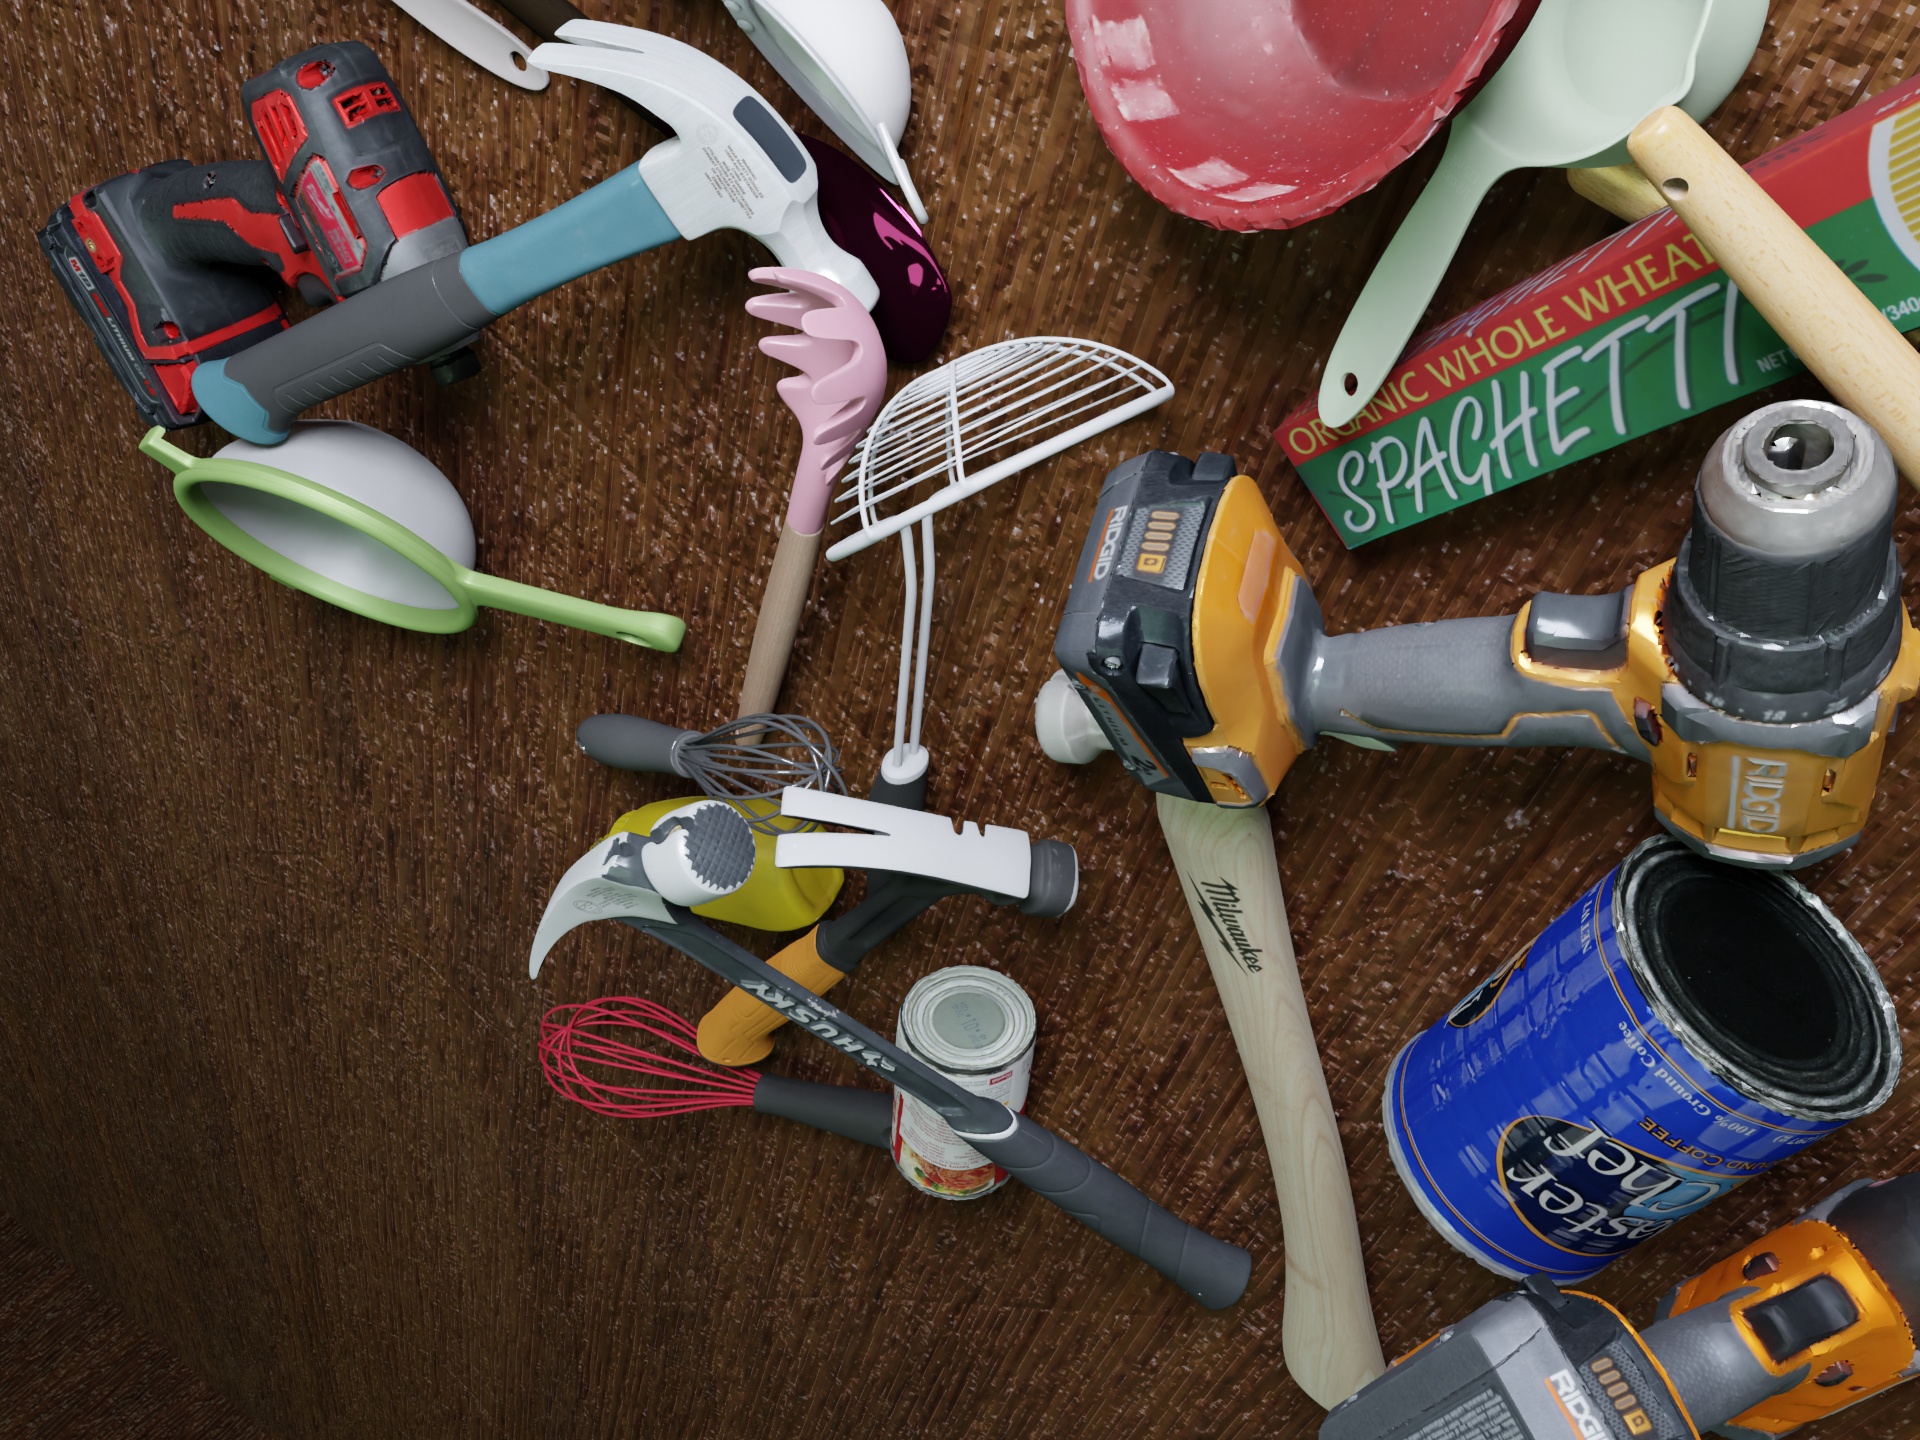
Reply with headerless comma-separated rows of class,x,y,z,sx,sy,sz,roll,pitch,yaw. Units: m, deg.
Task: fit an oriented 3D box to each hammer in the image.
hammer,0.149,0.158,0.684,0.146,0.038,0.410,3,123,34
hammer,-0.194,-0.167,0.624,0.331,0.033,0.128,-11,128,34
hammer,-0.008,0.170,0.702,0.149,0.036,0.408,-23,129,42
hammer,-0.075,0.115,0.766,0.127,0.034,0.336,13,152,-20

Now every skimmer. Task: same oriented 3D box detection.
skimmer,-0.001,-0.002,0.633,0.090,0.127,0.363,44,149,27

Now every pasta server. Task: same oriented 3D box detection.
pasta server,-0.074,-0.064,0.642,0.060,0.040,0.316,63,155,21

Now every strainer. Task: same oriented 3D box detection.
strainer,-0.093,-0.261,0.543,0.258,0.050,0.087,40,-178,13
strainer,-0.246,-0.093,0.772,0.256,0.069,0.151,15,160,8

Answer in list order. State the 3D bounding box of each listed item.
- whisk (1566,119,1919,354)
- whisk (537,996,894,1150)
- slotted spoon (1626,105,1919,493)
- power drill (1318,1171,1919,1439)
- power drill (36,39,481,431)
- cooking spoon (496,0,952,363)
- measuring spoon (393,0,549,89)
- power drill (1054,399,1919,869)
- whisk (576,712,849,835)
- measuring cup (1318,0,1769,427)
whisk,0.265,-0.085,0.407,0.245,0.047,0.051,37,138,15
whisk,-0.131,0.213,0.927,0.296,0.073,0.073,6,125,27
slotted spoon,0.268,-0.033,0.382,0.313,0.031,0.070,40,157,-12
power drill,0.249,0.212,0.528,0.084,0.226,0.164,64,146,31
power drill,-0.311,-0.206,0.728,0.220,0.078,0.143,-5,119,36
cooking spoon,-0.129,-0.244,0.598,0.319,0.017,0.068,40,142,5
measuring spoon,-0.211,-0.290,0.633,0.124,0.018,0.034,35,137,0
power drill,0.146,-0.027,0.458,0.226,0.084,0.185,7,157,26
whisk,-0.126,0.018,0.754,0.239,0.055,0.055,7,127,52
measuring cup,0.148,-0.147,0.427,0.083,0.038,0.167,57,141,30
